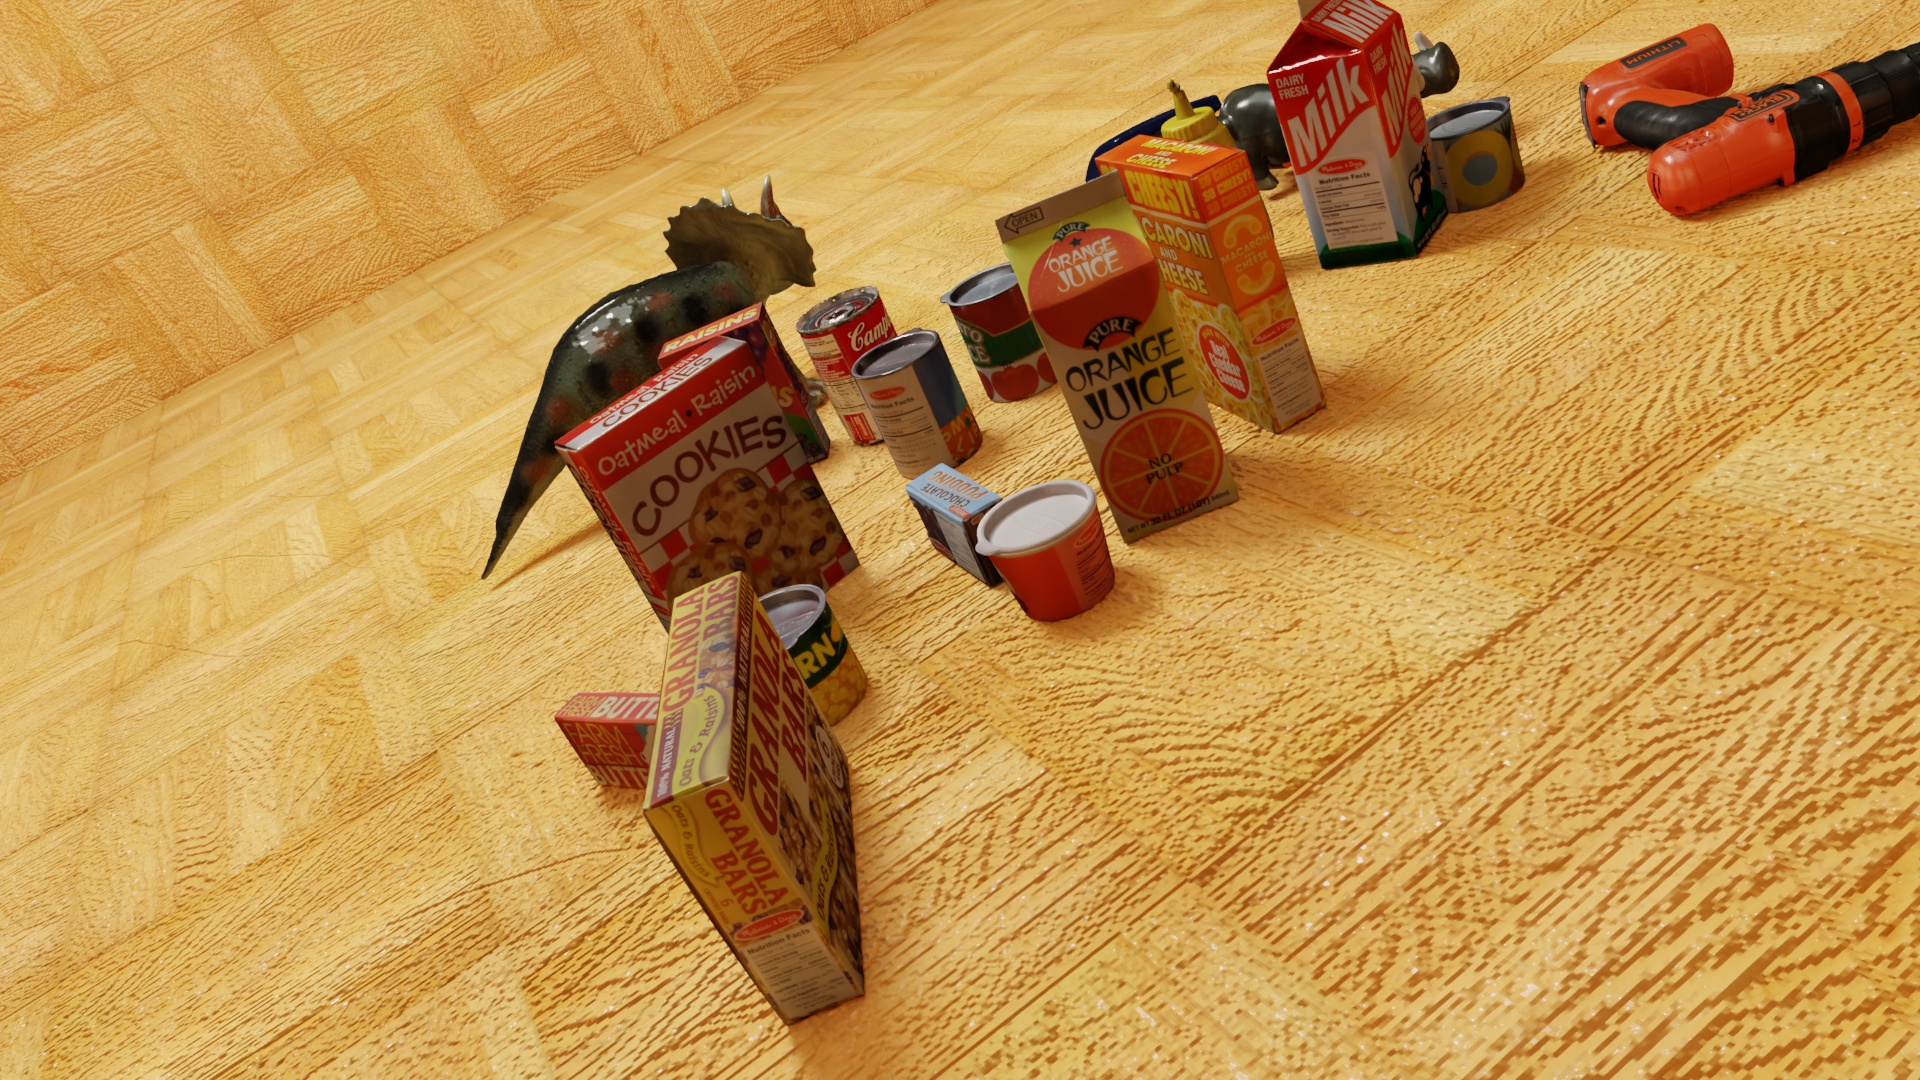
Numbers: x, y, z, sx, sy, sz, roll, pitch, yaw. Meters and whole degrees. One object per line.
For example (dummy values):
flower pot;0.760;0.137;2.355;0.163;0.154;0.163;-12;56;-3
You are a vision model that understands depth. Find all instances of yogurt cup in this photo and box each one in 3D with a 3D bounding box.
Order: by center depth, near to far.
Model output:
yogurt cup;0.050;0.007;0.752;0.072;0.053;0.073;-20;27;11

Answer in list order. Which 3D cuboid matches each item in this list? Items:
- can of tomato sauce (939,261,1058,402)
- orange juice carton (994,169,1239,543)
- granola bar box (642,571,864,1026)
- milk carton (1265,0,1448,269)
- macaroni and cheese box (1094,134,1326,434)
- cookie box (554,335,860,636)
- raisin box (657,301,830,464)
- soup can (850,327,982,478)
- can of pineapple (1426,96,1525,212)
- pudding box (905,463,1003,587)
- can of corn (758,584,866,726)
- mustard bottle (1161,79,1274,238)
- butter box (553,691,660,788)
can of tomato sauce;0.033;-0.152;1.020;0.071;0.082;0.071;-20;27;11
orange juice carton;0.086;-0.103;0.766;0.072;0.192;0.073;-22;27;7
granola bar box;-0.088;0.106;0.609;0.039;0.123;0.166;-23;27;4
milk carton;0.270;-0.291;0.954;0.073;0.189;0.073;0;36;41
macaroni and cheese box;0.151;-0.158;0.841;0.040;0.165;0.124;-30;27;-9
cookie box;-0.149;-0.021;0.841;0.123;0.166;0.040;-39;30;-26
raisin box;-0.163;-0.107;1.057;0.086;0.123;0.040;-21;27;9
soup can;-0.028;-0.096;0.970;0.071;0.083;0.072;-20;27;11
can of pineapple;0.366;-0.276;0.994;0.071;0.057;0.071;-20;27;11
pudding box;0.003;-0.010;0.826;0.030;0.049;0.084;-32;28;-14
can of corn;-0.091;0.068;0.754;0.071;0.058;0.071;-20;27;11
mustard bottle;0.181;-0.261;1.008;0.065;0.159;0.049;-16;28;18
butter box;-0.169;0.109;0.751;0.103;0.053;0.024;-3;34;36
